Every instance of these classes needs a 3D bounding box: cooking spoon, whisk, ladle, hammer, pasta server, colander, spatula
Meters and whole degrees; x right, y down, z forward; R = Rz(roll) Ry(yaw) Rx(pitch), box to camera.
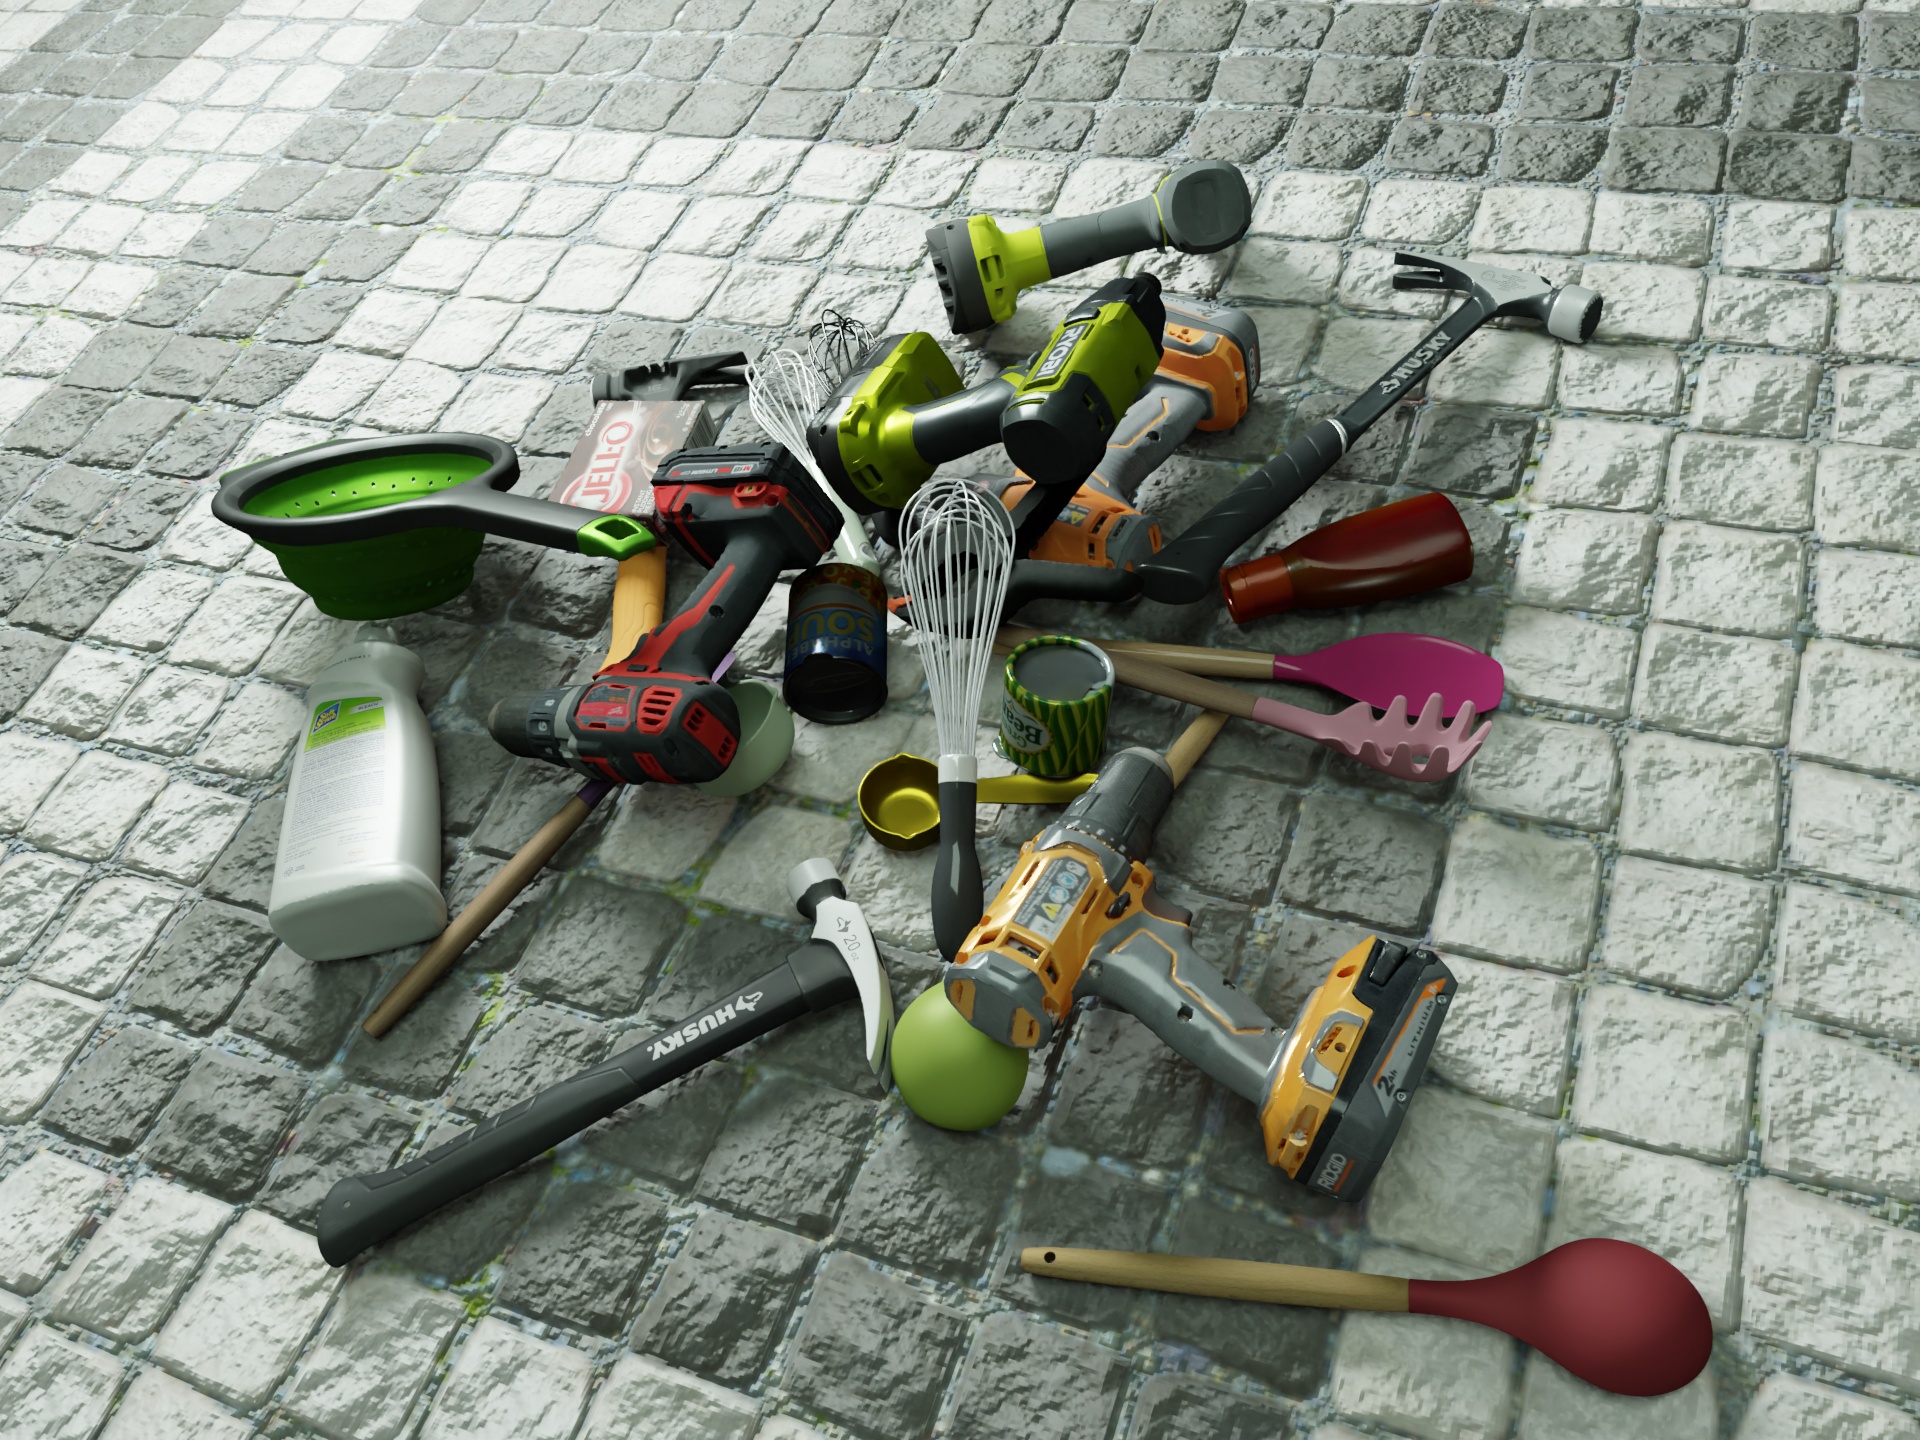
[{"bbox_3d":[0.168,-0.035,0.983,0.319,0.017,0.069,6,49,17],"label":"cooking spoon"},{"bbox_3d":[-0.106,-0.185,1.149,0.059,0.057,0.247,-43,51,23],"label":"whisk"},{"bbox_3d":[0.183,0.266,0.745,0.315,0.031,0.069,0,53,15],"label":"ladle"},{"bbox_3d":[0.000,-0.003,0.918,0.070,0.070,0.285,-2,80,11],"label":"whisk"},{"bbox_3d":[-0.191,0.204,0.868,0.335,0.035,0.146,-27,47,-7],"label":"hammer"},{"bbox_3d":[0.254,-0.200,1.050,0.149,0.036,0.409,31,58,33],"label":"hammer"},{"bbox_3d":[-0.070,-0.217,1.161,0.055,0.055,0.239,-16,55,0],"label":"whisk"},{"bbox_3d":[0.072,0.096,0.898,0.078,0.062,0.320,23,54,30],"label":"ladle"},{"bbox_3d":[0.151,-0.021,0.942,0.316,0.040,0.060,18,37,26],"label":"pasta server"},{"bbox_3d":[-0.343,-0.114,1.073,0.397,0.094,0.204,15,32,36],"label":"colander"},{"bbox_3d":[-0.218,-0.142,1.144,0.127,0.034,0.337,-9,52,8],"label":"hammer"},{"bbox_3d":[-0.252,0.070,0.985,0.316,0.018,0.060,-50,30,-18],"label":"spatula"}]

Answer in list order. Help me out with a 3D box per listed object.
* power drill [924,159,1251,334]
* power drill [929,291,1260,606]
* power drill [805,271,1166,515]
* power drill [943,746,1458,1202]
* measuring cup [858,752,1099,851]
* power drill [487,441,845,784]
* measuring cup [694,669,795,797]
[{"bbox_3d":[0.097,-0.357,1.181,0.228,0.080,0.191,-14,16,7],"label":"power drill"},{"bbox_3d":[0.091,-0.191,1.083,0.164,0.084,0.226,21,65,26],"label":"power drill"},{"bbox_3d":[0.022,-0.212,1.024,0.223,0.080,0.171,-4,43,42],"label":"power drill"},{"bbox_3d":[0.130,0.117,0.811,0.226,0.084,0.185,25,54,16],"label":"power drill"},{"bbox_3d":[0.017,0.050,0.955,0.156,0.029,0.062,-2,53,-4],"label":"measuring cup"},{"bbox_3d":[-0.188,-0.062,0.997,0.188,0.080,0.227,2,58,36],"label":"power drill"},{"bbox_3d":[-0.148,-0.010,1.030,0.083,0.038,0.168,-31,33,7],"label":"measuring cup"}]
